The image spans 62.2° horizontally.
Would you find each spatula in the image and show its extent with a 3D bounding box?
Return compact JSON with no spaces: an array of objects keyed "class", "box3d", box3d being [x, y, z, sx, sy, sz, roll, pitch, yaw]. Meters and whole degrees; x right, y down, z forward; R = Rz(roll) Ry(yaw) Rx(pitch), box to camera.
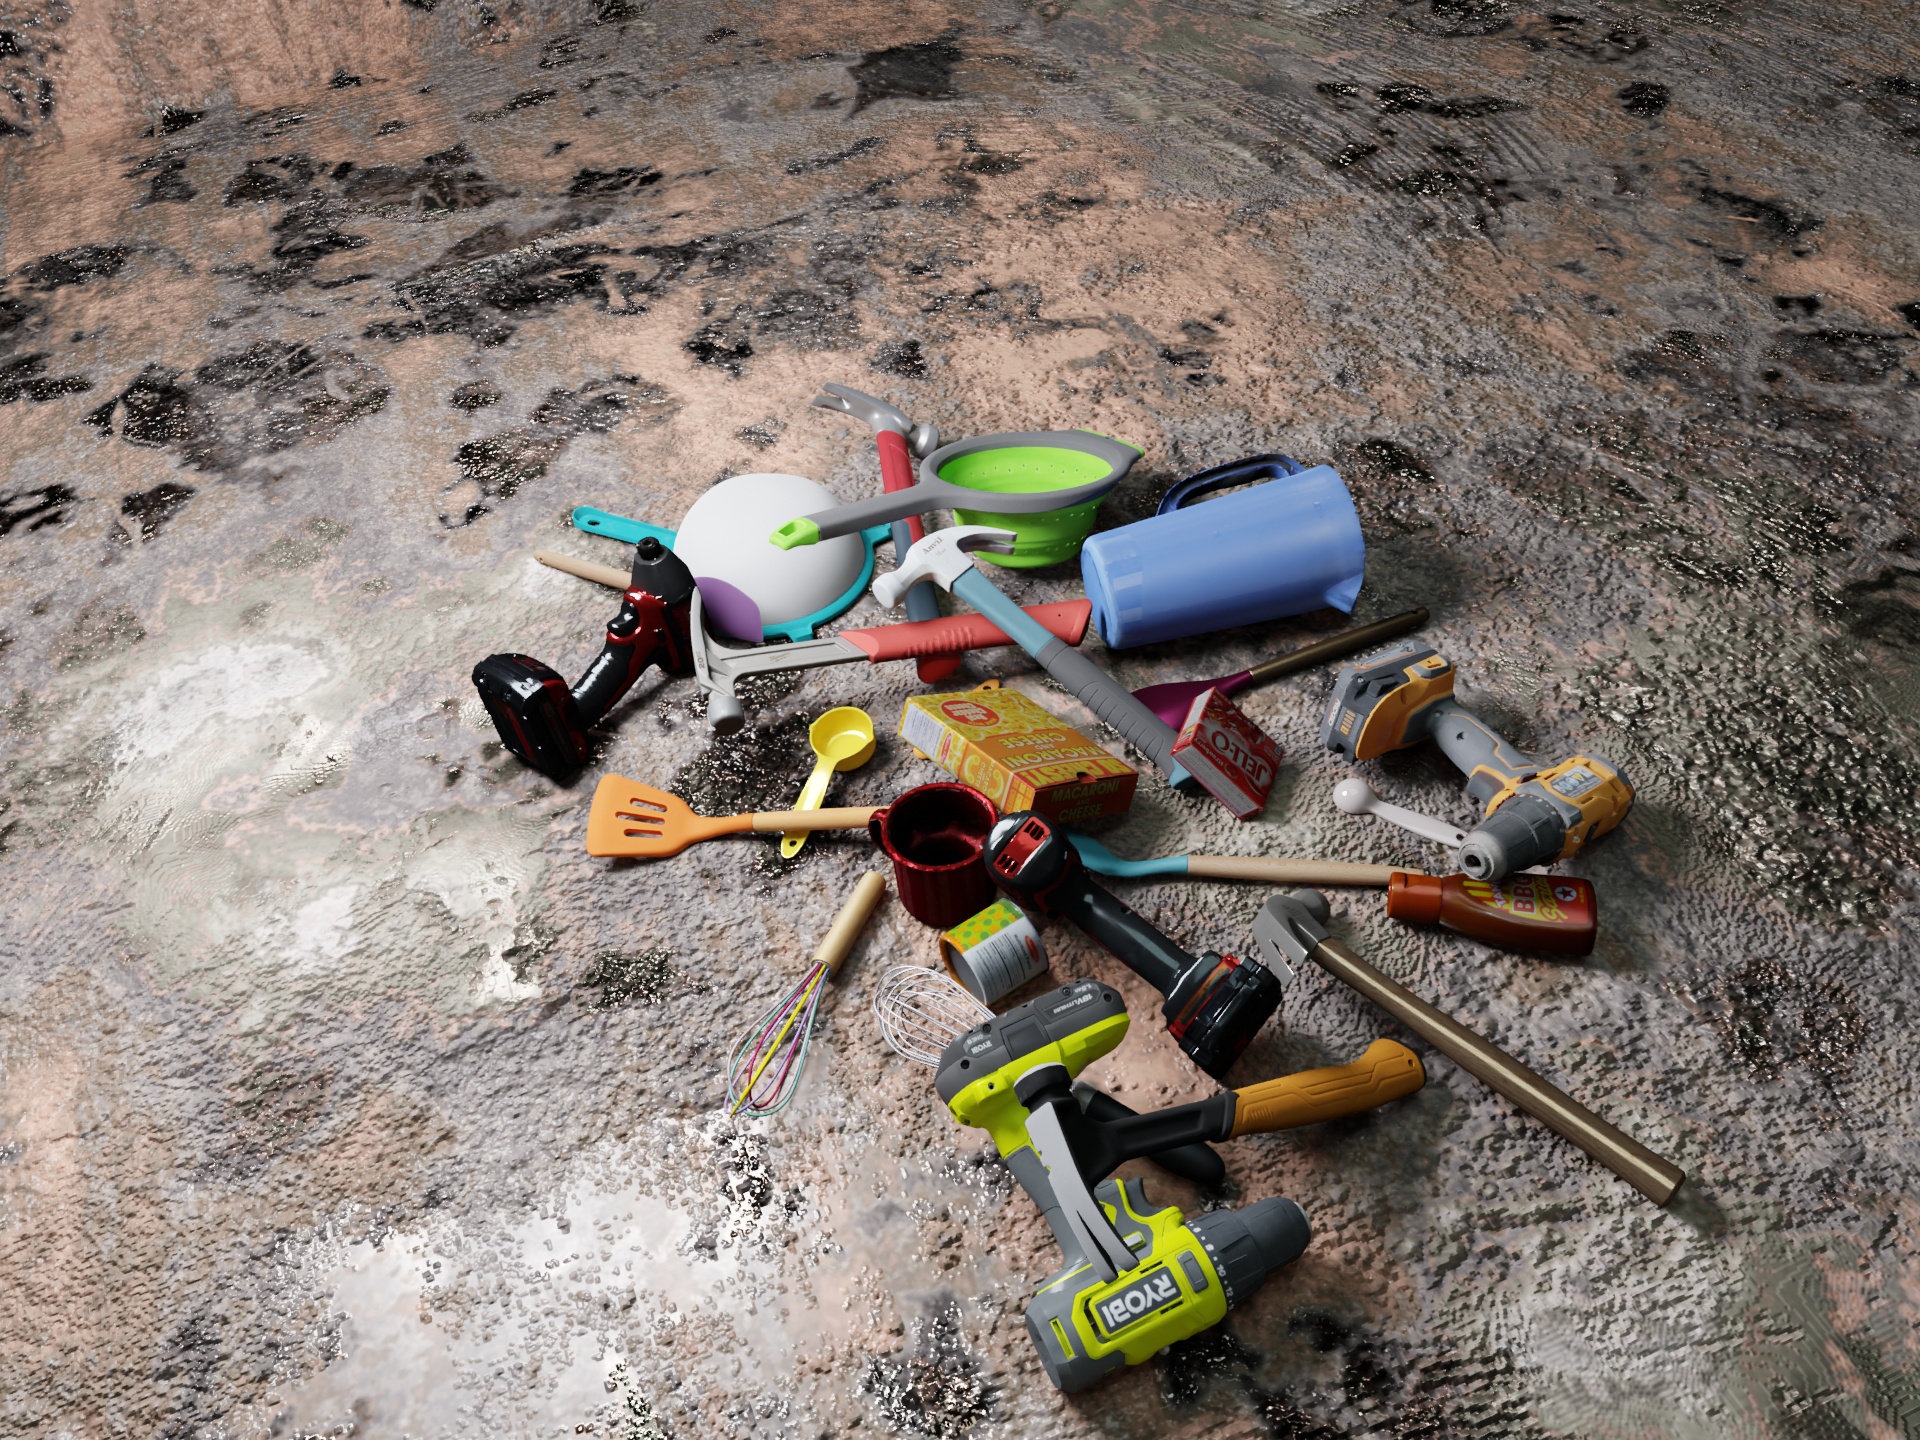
[{"class":"spatula","box3d":[-0.311,-0.134,1.562,0.316,0.059,0.018,17,37,33]},{"class":"spatula","box3d":[0.208,0.107,1.267,0.317,0.044,0.082,3,12,6]},{"class":"spatula","box3d":[-0.151,0.080,1.326,0.322,0.041,0.081,-3,56,11]}]

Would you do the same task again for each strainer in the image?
[{"class":"strainer","box3d":[-0.252,-0.198,1.595,0.340,0.095,0.211,16,49,19]}]

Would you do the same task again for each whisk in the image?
[{"class":"whisk","box3d":[-0.112,0.203,1.209,0.051,0.047,0.245,12,44,20]},{"class":"whisk","box3d":[0.059,0.253,1.130,0.285,0.070,0.070,24,52,22]}]

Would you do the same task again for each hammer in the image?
[{"class":"hammer","box3d":[-0.064,-0.190,1.569,0.143,0.038,0.387,19,40,-29]},{"class":"hammer","box3d":[-0.059,-0.077,1.426,0.359,0.036,0.149,-9,56,-10]},{"class":"hammer","box3d":[0.189,0.258,1.020,0.336,0.034,0.127,-2,55,-38]},{"class":"hammer","box3d":[0.346,0.225,1.113,0.331,0.031,0.130,35,21,27]},{"class":"hammer","box3d":[0.084,-0.053,1.383,0.331,0.033,0.128,41,66,16]}]

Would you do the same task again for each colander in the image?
[{"class":"colander","box3d":[-0.002,-0.185,1.513,0.397,0.094,0.205,-20,32,-31]}]

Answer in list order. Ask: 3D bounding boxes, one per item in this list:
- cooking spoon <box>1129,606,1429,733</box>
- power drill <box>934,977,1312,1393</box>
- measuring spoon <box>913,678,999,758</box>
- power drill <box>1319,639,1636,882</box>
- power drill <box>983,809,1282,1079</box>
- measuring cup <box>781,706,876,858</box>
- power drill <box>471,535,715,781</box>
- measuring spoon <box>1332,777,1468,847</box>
[{"class":"cooking spoon","box3d":[0.283,-0.048,1.435,0.319,0.017,0.069,-19,46,-12]},{"class":"power drill","box3d":[0.101,0.291,1.038,0.190,0.080,0.229,-22,66,-14]},{"class":"measuring spoon","box3d":[-0.002,-0.005,1.428,0.021,0.011,0.117,26,53,29]},{"class":"power drill","box3d":[0.397,0.037,1.272,0.185,0.084,0.226,-21,47,-36]},{"class":"power drill","box3d":[0.120,0.159,1.159,0.227,0.187,0.080,37,84,19]},{"class":"measuring cup","box3d":[-0.118,0.058,1.376,0.062,0.029,0.157,10,58,20]},{"class":"power drill","box3d":[-0.321,-0.062,1.432,0.079,0.143,0.220,26,55,32]},{"class":"measuring spoon","box3d":[0.364,0.075,1.300,0.124,0.018,0.034,23,51,26]}]
